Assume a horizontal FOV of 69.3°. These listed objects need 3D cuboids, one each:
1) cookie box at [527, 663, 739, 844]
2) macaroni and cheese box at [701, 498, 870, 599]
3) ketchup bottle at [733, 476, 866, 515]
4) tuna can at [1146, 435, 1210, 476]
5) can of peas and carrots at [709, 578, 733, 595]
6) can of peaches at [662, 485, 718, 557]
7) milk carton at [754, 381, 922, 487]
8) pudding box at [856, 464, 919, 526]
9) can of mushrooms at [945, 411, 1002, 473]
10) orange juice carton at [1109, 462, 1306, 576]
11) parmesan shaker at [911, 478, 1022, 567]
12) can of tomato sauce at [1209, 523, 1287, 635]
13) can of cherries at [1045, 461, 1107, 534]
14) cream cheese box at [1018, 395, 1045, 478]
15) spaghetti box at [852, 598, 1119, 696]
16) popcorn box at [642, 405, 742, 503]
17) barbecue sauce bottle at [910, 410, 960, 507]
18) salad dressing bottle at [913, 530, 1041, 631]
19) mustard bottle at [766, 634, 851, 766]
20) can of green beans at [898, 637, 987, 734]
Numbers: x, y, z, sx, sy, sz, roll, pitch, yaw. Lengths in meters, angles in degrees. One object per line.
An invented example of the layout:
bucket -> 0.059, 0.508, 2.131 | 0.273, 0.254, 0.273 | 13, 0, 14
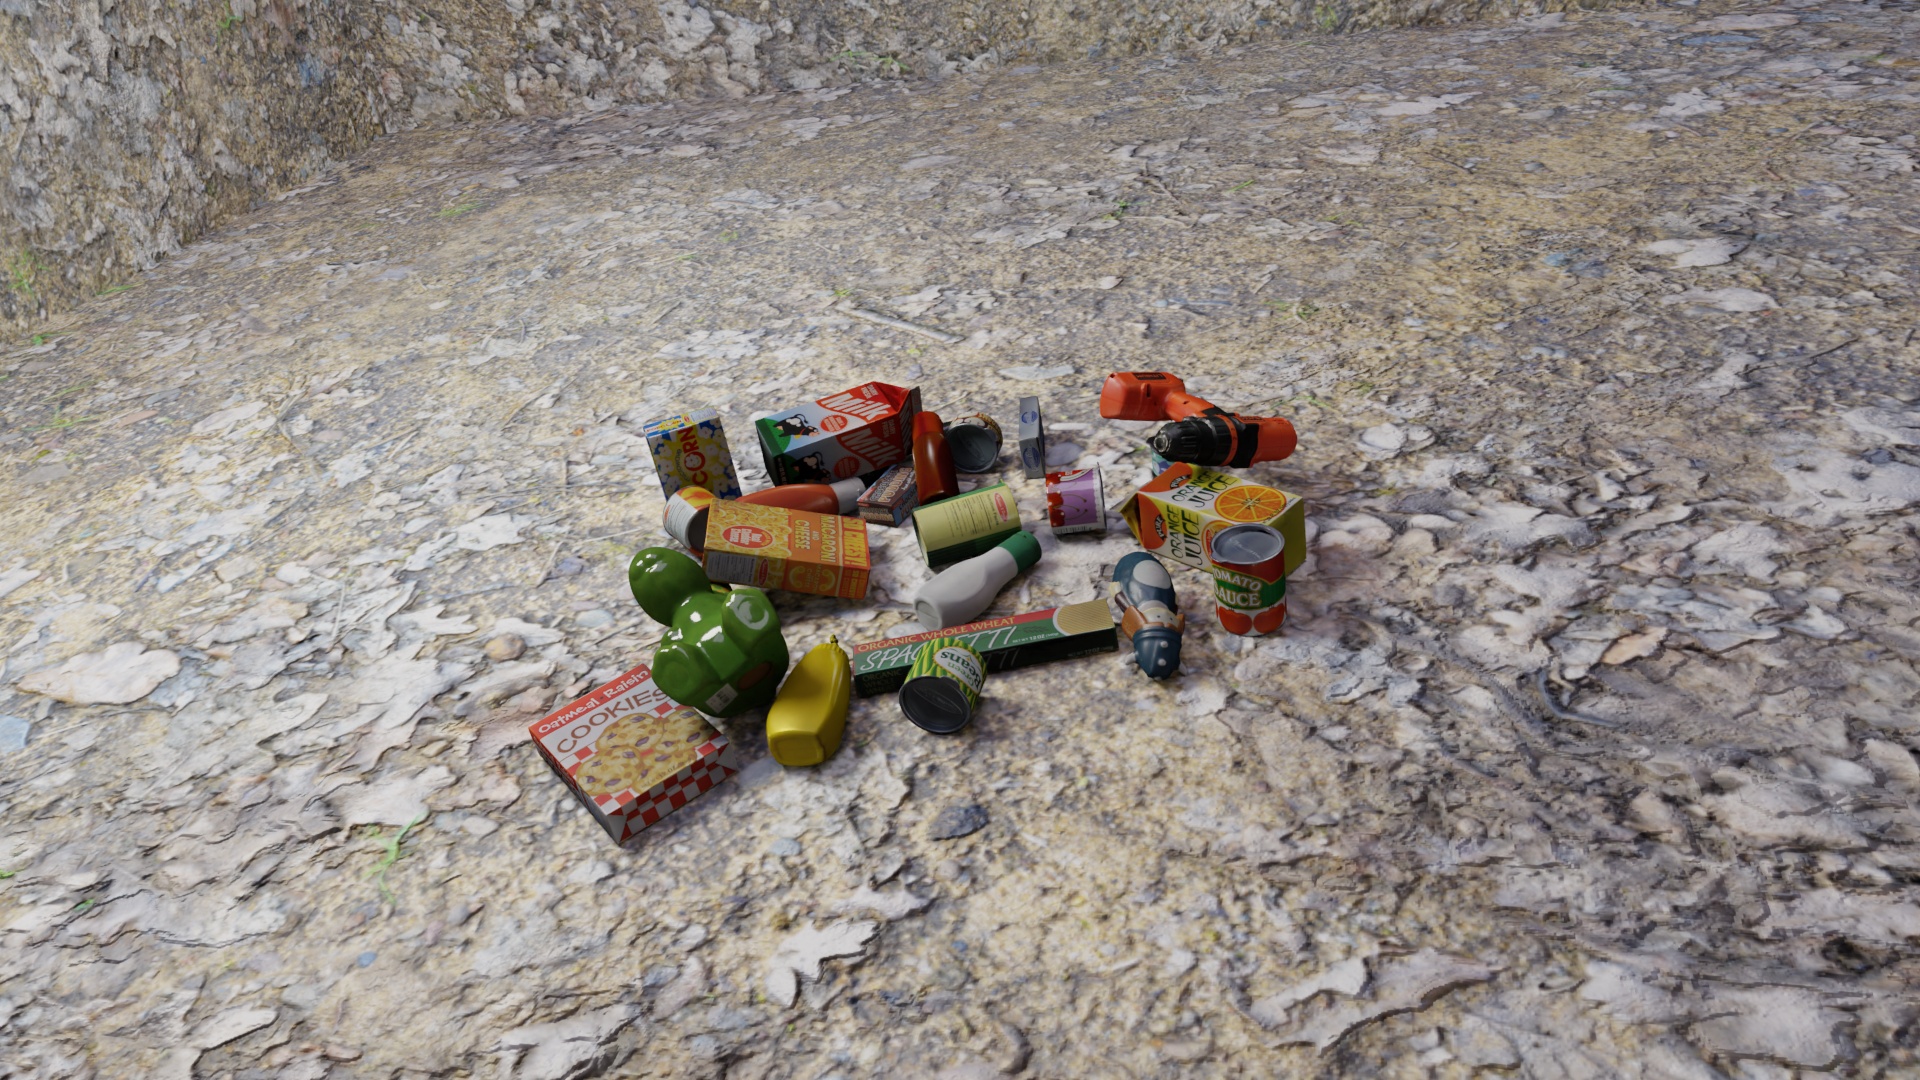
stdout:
cookie box -> -0.296, 0.188, 1.251 | 0.123, 0.040, 0.168 | -30, 38, -28
macaroni and cheese box -> -0.181, 0.008, 1.440 | 0.167, 0.040, 0.124 | 8, 25, -10
ketchup bottle -> -0.176, -0.035, 1.547 | 0.149, 0.064, 0.043 | -18, 12, -27
tuna can -> 0.242, -0.096, 1.541 | 0.071, 0.032, 0.071 | -8, 32, 5
can of peas and carrots -> -0.254, 0.071, 1.399 | 0.071, 0.070, 0.059 | -20, 32, -14
can of peaches -> -0.288, -0.021, 1.552 | 0.071, 0.071, 0.058 | -28, 36, -25
milk carton -> -0.131, -0.121, 1.593 | 0.191, 0.072, 0.074 | -20, 45, -15
pudding box -> -0.074, -0.051, 1.568 | 0.049, 0.030, 0.084 | 9, 37, 30
can of mushrooms -> 0.016, -0.114, 1.604 | 0.071, 0.070, 0.034 | 0, 32, 16
orange juice carton -> 0.243, -0.022, 1.387 | 0.193, 0.072, 0.072 | 22, 44, 41
parmesan shaker -> 0.005, -0.018, 1.456 | 0.103, 0.071, 0.071 | -16, 32, -7
can of tomato sauce -> 0.265, 0.037, 1.279 | 0.071, 0.082, 0.071 | -8, 32, 5
can of cherries -> 0.121, -0.044, 1.461 | 0.058, 0.071, 0.072 | -7, 32, 8
cream cheese box -> 0.083, -0.120, 1.607 | 0.024, 0.053, 0.104 | -8, 32, 8
spaghetti box -> 0.021, 0.101, 1.302 | 0.250, 0.028, 0.050 | -11, 31, 0
popcorn box -> -0.304, -0.081, 1.593 | 0.085, 0.126, 0.038 | -19, 28, -13
barbecue sauce bottle -> -0.029, -0.083, 1.542 | 0.043, 0.064, 0.149 | -22, 46, 11
salad dressing bottle -> 0.020, 0.039, 1.387 | 0.148, 0.043, 0.064 | -33, 36, -33
mustard bottle -> -0.130, 0.138, 1.269 | 0.065, 0.048, 0.161 | -3, 32, 13
can of green beans -> -0.015, 0.129, 1.234 | 0.071, 0.071, 0.058 | 1, 34, 18
